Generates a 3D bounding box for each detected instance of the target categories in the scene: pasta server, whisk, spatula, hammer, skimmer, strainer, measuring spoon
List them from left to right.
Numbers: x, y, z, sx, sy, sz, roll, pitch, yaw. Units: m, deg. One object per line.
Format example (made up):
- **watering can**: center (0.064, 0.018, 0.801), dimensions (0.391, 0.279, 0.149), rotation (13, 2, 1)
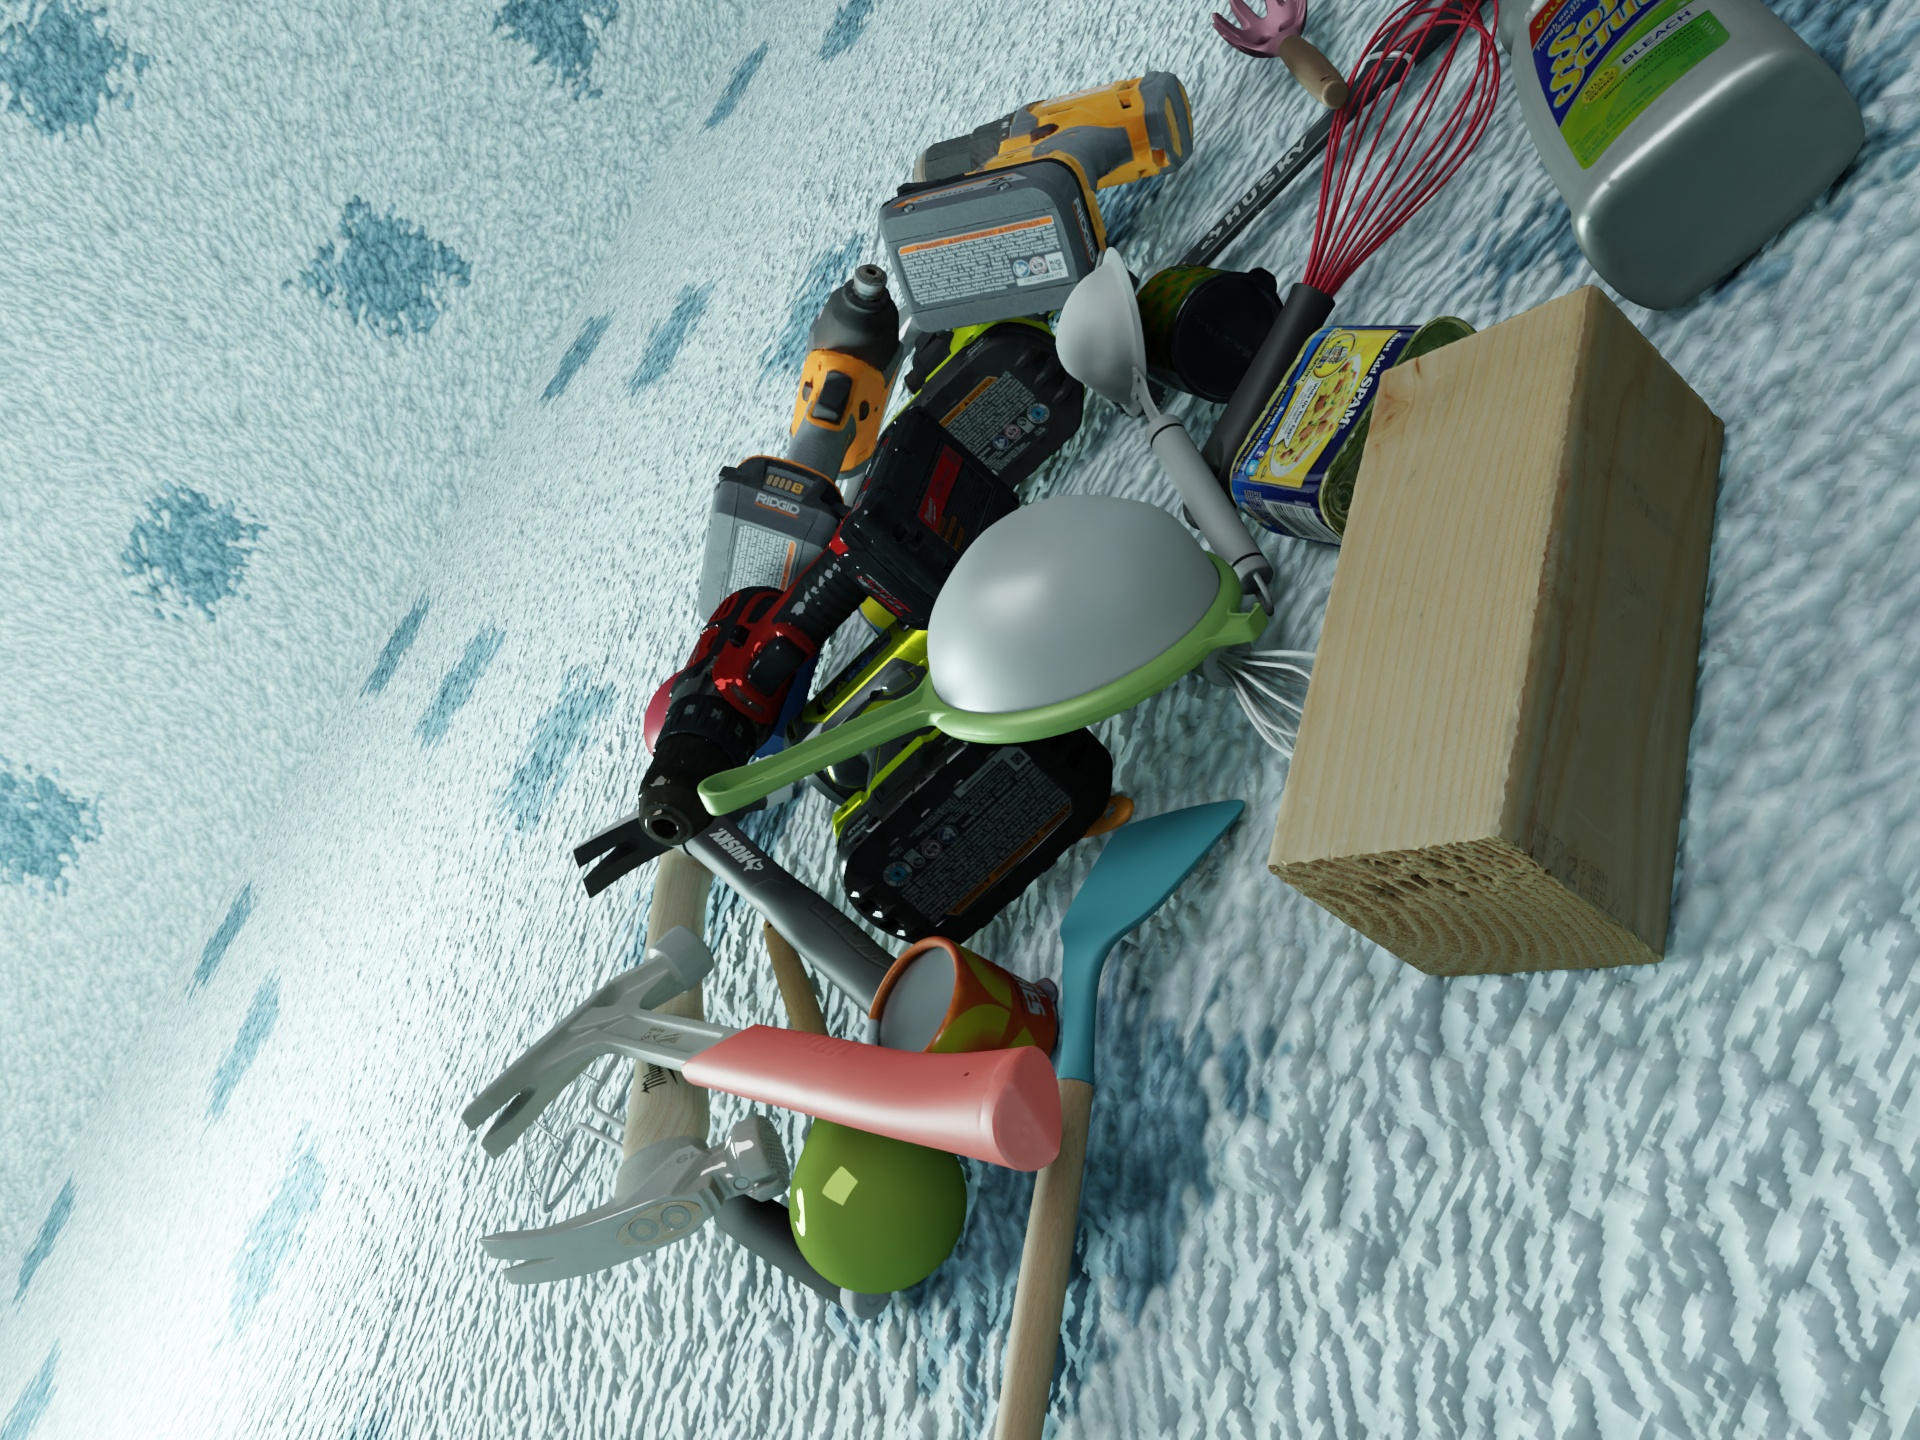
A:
- **hammer**: center (-0.174, 0.151, 0.915), dimensions (0.146, 0.038, 0.411), rotation (-22, 25, 3)
- **skimmer**: center (-0.134, 0.245, 0.845), dimensions (0.363, 0.090, 0.127), rotation (9, 66, 50)
- **hammer**: center (-0.091, 0.155, 0.689), dimensions (0.149, 0.036, 0.359), rotation (-43, 22, -31)
- **hammer**: center (-0.103, 0.102, 0.879), dimensions (0.146, 0.035, 0.335), rotation (-23, 26, -23)
- **hammer**: center (-0.087, -0.150, 1.162), dimensions (0.144, 0.035, 0.406), rotation (-24, 43, 47)
- **strainer**: center (-0.006, -0.037, 0.696), dimensions (0.256, 0.069, 0.152), rotation (-24, 25, -1)
- **measuring spoon**: center (0.043, 0.049, 0.774), dimensions (0.117, 0.011, 0.021), rotation (-15, 49, 52)
- **spatula**: center (0.050, 0.172, 0.628), dimensions (0.082, 0.044, 0.318), rotation (-19, 51, 50)
- **strainer**: center (0.096, -0.147, 0.781), dimensions (0.050, 0.086, 0.259), rotation (-17, 55, -9)
- **whisk**: center (0.121, -0.023, 0.691), dimensions (0.058, 0.059, 0.246), rotation (-22, 22, -10)
- **pasta server**: center (0.181, -0.373, 0.874), dimensions (0.060, 0.040, 0.316), rotation (-30, 23, 19)
- **whisk**: center (0.183, -0.227, 0.783), dimensions (0.296, 0.073, 0.073), rotation (-63, 27, 4)
- **hammer**: center (0.218, -0.342, 0.865), dimensions (0.409, 0.036, 0.149), rotation (-43, 30, 26)

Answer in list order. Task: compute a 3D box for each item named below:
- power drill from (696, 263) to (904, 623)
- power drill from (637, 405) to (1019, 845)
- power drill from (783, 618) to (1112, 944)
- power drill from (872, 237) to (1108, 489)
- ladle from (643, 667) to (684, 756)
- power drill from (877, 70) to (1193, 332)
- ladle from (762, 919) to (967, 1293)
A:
- **power drill**: center (-0.092, -0.174, 1.009), dimensions (0.164, 0.084, 0.227), rotation (111, 176, -51)
- **power drill**: center (-0.081, -0.042, 0.841), dimensions (0.226, 0.080, 0.188), rotation (-36, 23, 35)
- **power drill**: center (-0.001, -0.003, 0.819), dimensions (0.190, 0.080, 0.229), rotation (-43, 24, 9)
- **power drill**: center (0.016, -0.229, 1.022), dimensions (0.171, 0.080, 0.223), rotation (-38, 25, 31)
- **ladle**: center (-0.098, -0.065, 1.045), dimensions (0.315, 0.031, 0.069), rotation (-30, 43, 21)
- **power drill**: center (0.027, -0.316, 0.958), dimensions (0.185, 0.084, 0.226), rotation (-3, 36, 28)
- **ladle**: center (-0.068, 0.173, 0.803), dimensions (0.078, 0.062, 0.320), rotation (-27, 20, -7)
